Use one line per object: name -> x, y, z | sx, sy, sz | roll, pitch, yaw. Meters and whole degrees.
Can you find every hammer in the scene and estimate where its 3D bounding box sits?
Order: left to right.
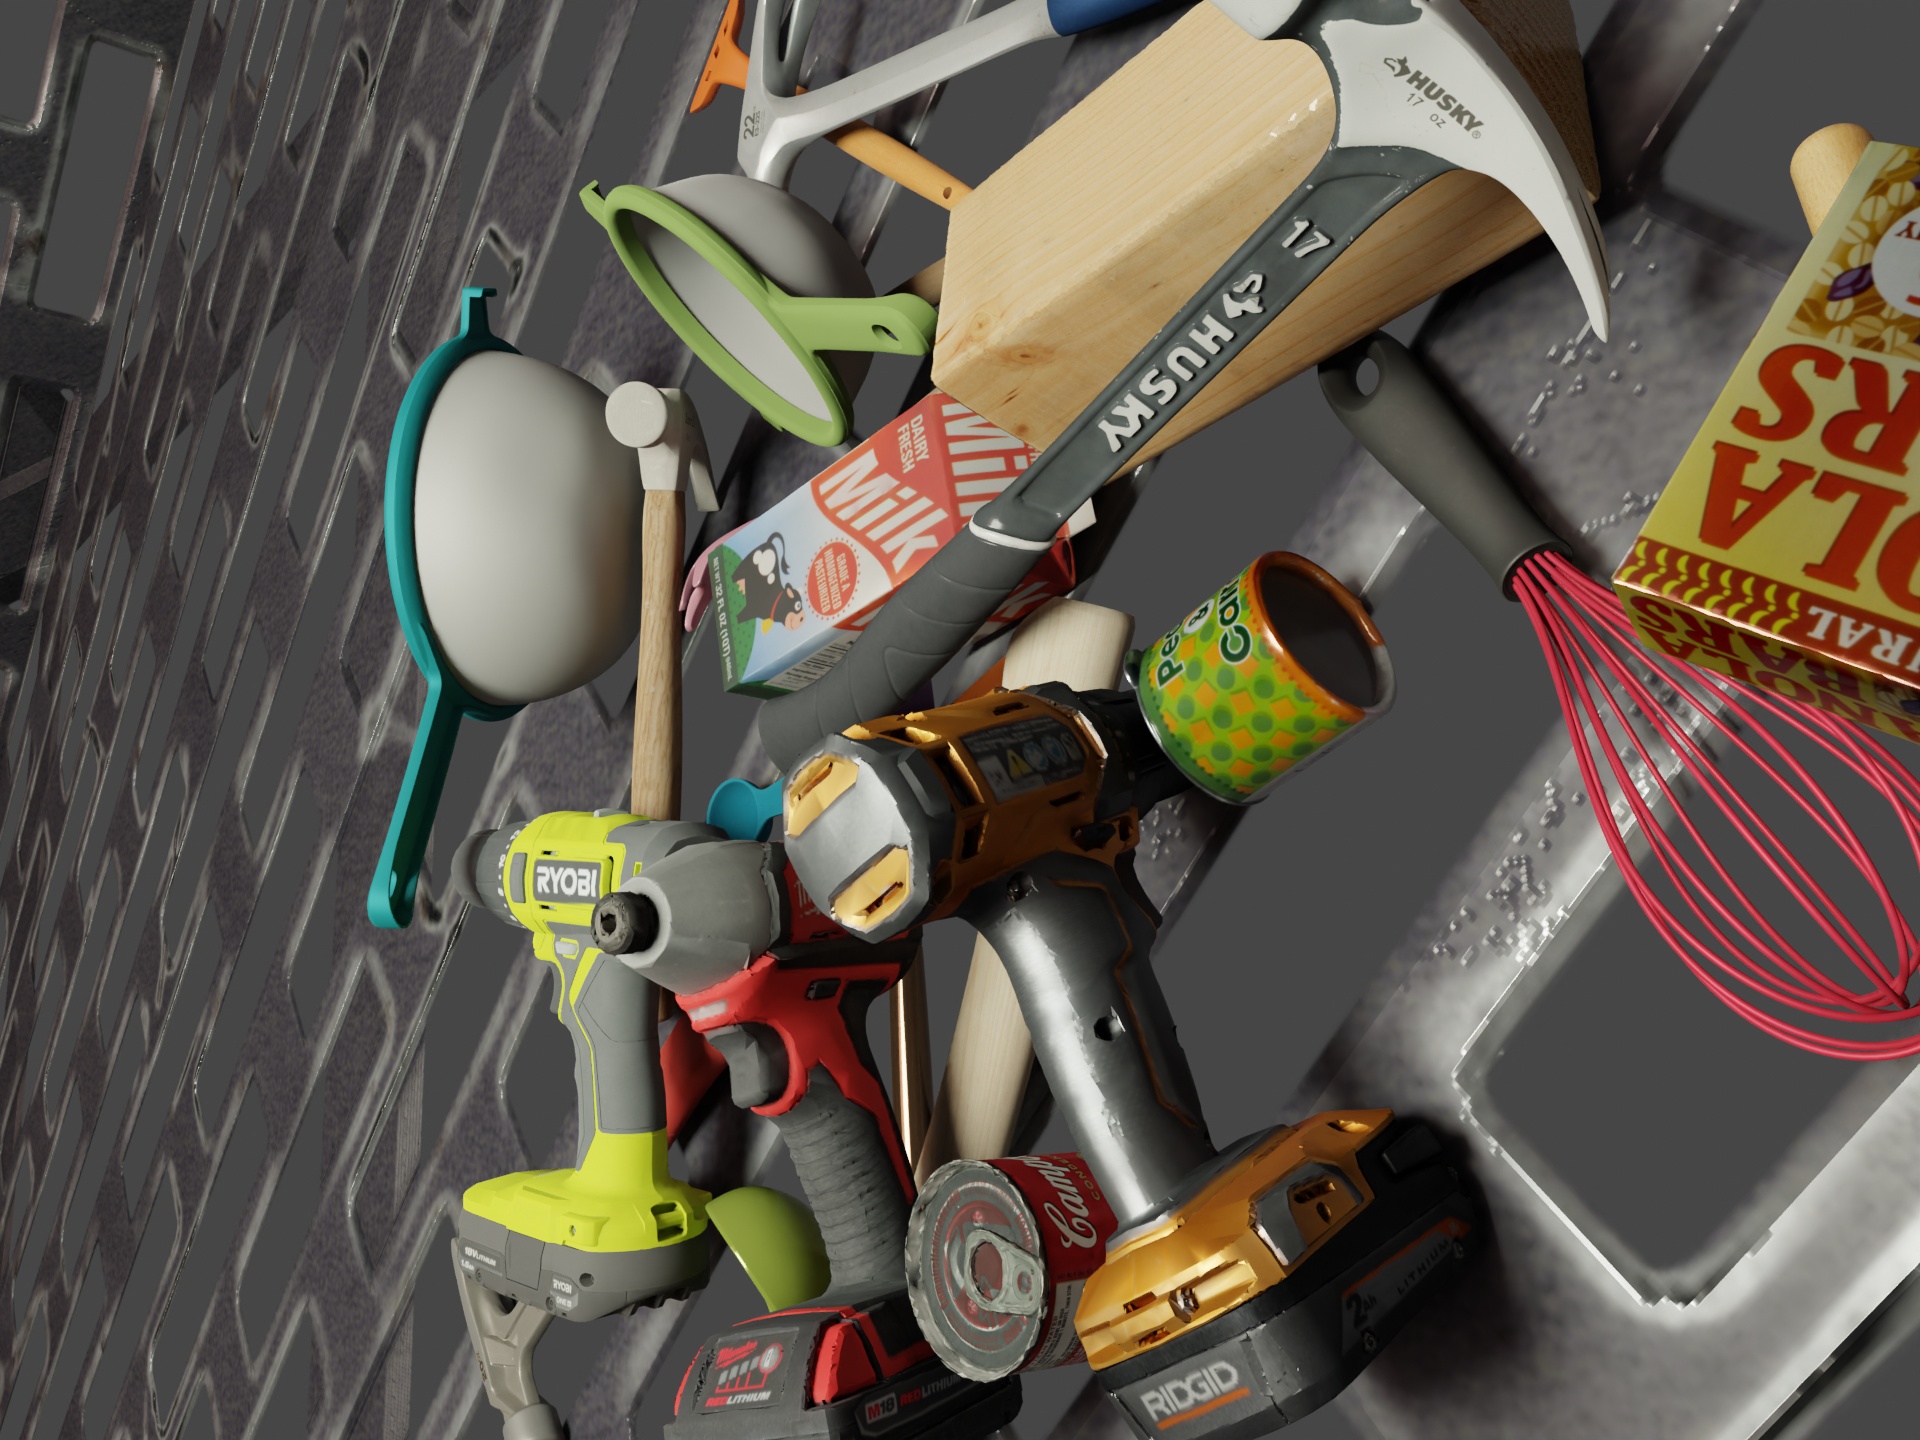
hammer -> -0.191, 0.244, 0.866 | 0.359, 0.036, 0.149 | -58, 45, 27
hammer -> -0.158, -0.006, 0.837 | 0.130, 0.031, 0.331 | -67, -20, -83
hammer -> 0.013, 0.157, 0.619 | 0.146, 0.038, 0.410 | 14, 91, 39
hammer -> 0.033, -0.302, 0.665 | 0.406, 0.035, 0.144 | -1, 86, 46
hammer -> 0.034, -0.075, 0.549 | 0.409, 0.149, 0.036 | -42, 19, 47

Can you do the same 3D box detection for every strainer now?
strainer -> -0.224, -0.049, 0.835 | 0.095, 0.210, 0.341 | 0, 60, 10
strainer -> -0.061, -0.190, 0.689 | 0.069, 0.151, 0.257 | -48, 32, -11

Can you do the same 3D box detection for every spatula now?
spatula -> -0.075, -0.320, 0.836 | 0.323, 0.041, 0.081 | 45, 117, 40
spatula -> -0.024, 0.125, 0.697 | 0.060, 0.018, 0.316 | -17, 69, 40

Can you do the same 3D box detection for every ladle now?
ladle -> -0.105, 0.368, 0.725 | 0.078, 0.062, 0.320 | -160, 78, -65

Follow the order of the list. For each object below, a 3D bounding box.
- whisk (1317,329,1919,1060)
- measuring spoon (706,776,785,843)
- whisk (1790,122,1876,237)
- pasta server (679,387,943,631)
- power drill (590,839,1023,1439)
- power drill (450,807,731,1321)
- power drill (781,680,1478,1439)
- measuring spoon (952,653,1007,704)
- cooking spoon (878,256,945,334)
whisk -> 0.175, -0.030, 0.455 | 0.073, 0.073, 0.296 | -54, 40, 30
measuring spoon -> -0.077, 0.037, 0.784 | 0.128, 0.021, 0.042 | -24, 68, 36
whisk -> 0.246, -0.045, 0.379 | 0.051, 0.047, 0.245 | -19, 64, 29
pasta server -> -0.027, -0.122, 0.727 | 0.316, 0.060, 0.040 | -31, 53, 39
power drill -> -0.059, 0.149, 0.565 | 0.078, 0.143, 0.220 | -22, 72, 32
power drill -> -0.190, 0.157, 0.781 | 0.191, 0.080, 0.228 | -2, 86, 41
power drill -> 0.065, 0.086, 0.506 | 0.084, 0.185, 0.226 | -43, 72, 38
measuring spoon -> -0.001, -0.002, 0.685 | 0.117, 0.011, 0.021 | -46, 53, 26
cooking spoon -> 0.015, -0.210, 0.708 | 0.319, 0.017, 0.069 | -15, 65, 48
